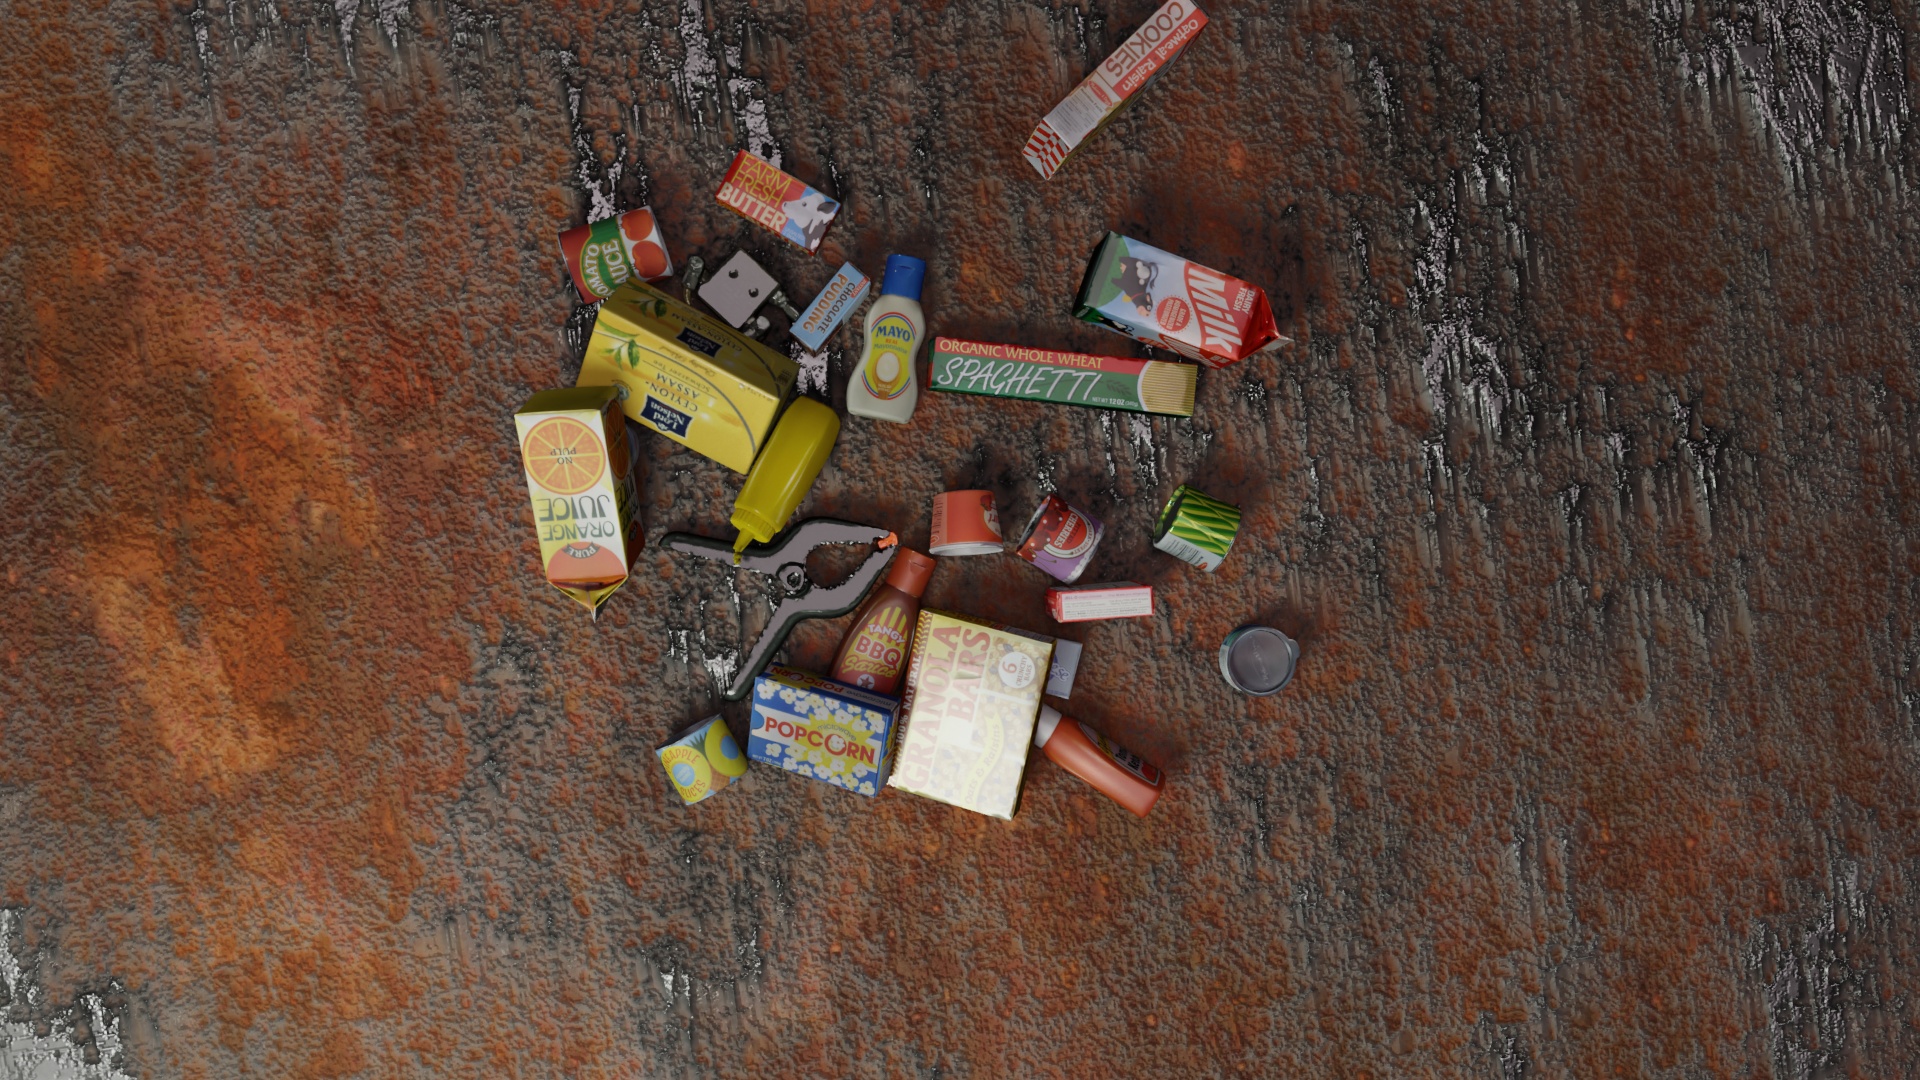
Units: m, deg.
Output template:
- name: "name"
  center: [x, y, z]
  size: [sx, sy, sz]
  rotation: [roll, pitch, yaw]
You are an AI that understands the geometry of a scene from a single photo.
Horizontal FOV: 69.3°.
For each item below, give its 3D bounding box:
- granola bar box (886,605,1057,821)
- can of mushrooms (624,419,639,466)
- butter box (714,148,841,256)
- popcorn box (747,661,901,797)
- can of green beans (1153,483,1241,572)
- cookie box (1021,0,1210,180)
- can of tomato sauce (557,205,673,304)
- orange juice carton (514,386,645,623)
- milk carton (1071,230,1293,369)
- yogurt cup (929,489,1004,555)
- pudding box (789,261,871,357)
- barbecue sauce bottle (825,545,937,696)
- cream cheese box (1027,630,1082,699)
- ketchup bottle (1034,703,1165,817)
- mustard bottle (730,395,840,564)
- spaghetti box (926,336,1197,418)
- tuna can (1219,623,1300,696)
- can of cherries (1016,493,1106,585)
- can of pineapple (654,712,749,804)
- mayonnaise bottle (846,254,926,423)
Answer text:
- name: "granola bar box"
  center: [0.009, 0.153, 1.248]
  size: [0.124, 0.039, 0.165]
  rotation: [14, 98, 11]
- name: "can of mushrooms"
  center: [-0.325, -0.084, 1.243]
  size: [0.071, 0.033, 0.071]
  rotation: [0, 91, -5]
- name: "butter box"
  center: [-0.165, -0.306, 1.260]
  size: [0.103, 0.024, 0.053]
  rotation: [28, 88, -5]
- name: "popcorn box"
  center: [-0.121, 0.167, 1.230]
  size: [0.127, 0.038, 0.084]
  rotation: [15, 114, 13]
- name: "can of green beans"
  center: [0.217, -0.012, 1.277]
  size: [0.058, 0.071, 0.071]
  rotation: [25, 89, -5]
- name: "cookie box"
  center: [0.136, -0.402, 1.236]
  size: [0.167, 0.123, 0.040]
  rotation: [-43, 95, -3]
- name: "can of tomato sauce"
  center: [-0.303, -0.251, 1.225]
  size: [0.083, 0.071, 0.071]
  rotation: [-19, 93, -5]
- name: "orange juice carton"
  center: [-0.321, -0.030, 1.195]
  size: [0.073, 0.072, 0.191]
  rotation: [-4, 112, 1]
- name: "milk carton"
  center: [0.206, -0.211, 1.270]
  size: [0.191, 0.072, 0.073]
  rotation: [20, 89, -5]
- name: "yogurt cup"
  center: [0.004, -0.016, 1.260]
  size: [0.072, 0.072, 0.054]
  rotation: [-2, 83, -5]
- name: "pudding box"
  center: [-0.117, -0.207, 1.252]
  size: [0.030, 0.049, 0.084]
  rotation: [39, 87, -3]
- name: "barbecue sauce bottle"
  center: [-0.068, 0.079, 1.263]
  size: [0.065, 0.043, 0.148]
  rotation: [25, 88, -11]
- name: "cream cheese box"
  center: [0.056, 0.109, 1.284]
  size: [0.104, 0.024, 0.053]
  rotation: [13, 89, -5]
- name: "ketchup bottle"
  center: [0.115, 0.195, 1.274]
  size: [0.149, 0.065, 0.043]
  rotation: [32, 102, 4]
- name: "mustard bottle"
  center: [-0.163, -0.050, 1.229]
  size: [0.049, 0.065, 0.161]
  rotation: [26, 73, 9]
- name: "spaghetti box"
  center: [0.094, -0.150, 1.283]
  size: [0.250, 0.028, 0.050]
  rotation: [6, 89, -5]
- name: "tuna can"
  center: [0.280, 0.110, 1.300]
  size: [0.071, 0.033, 0.071]
  rotation: [0, 91, -5]
- name: "can of cherries"
  center: [0.092, -0.002, 1.263]
  size: [0.058, 0.071, 0.071]
  rotation: [31, 88, -4]
- name: "can of pineapple"
  center: [-0.230, 0.195, 1.237]
  size: [0.071, 0.071, 0.058]
  rotation: [-29, 93, -4]
- name: "mayonnaise bottle"
  center: [-0.062, -0.184, 1.262]
  size: [0.065, 0.041, 0.148]
  rotation: [10, 90, -3]
